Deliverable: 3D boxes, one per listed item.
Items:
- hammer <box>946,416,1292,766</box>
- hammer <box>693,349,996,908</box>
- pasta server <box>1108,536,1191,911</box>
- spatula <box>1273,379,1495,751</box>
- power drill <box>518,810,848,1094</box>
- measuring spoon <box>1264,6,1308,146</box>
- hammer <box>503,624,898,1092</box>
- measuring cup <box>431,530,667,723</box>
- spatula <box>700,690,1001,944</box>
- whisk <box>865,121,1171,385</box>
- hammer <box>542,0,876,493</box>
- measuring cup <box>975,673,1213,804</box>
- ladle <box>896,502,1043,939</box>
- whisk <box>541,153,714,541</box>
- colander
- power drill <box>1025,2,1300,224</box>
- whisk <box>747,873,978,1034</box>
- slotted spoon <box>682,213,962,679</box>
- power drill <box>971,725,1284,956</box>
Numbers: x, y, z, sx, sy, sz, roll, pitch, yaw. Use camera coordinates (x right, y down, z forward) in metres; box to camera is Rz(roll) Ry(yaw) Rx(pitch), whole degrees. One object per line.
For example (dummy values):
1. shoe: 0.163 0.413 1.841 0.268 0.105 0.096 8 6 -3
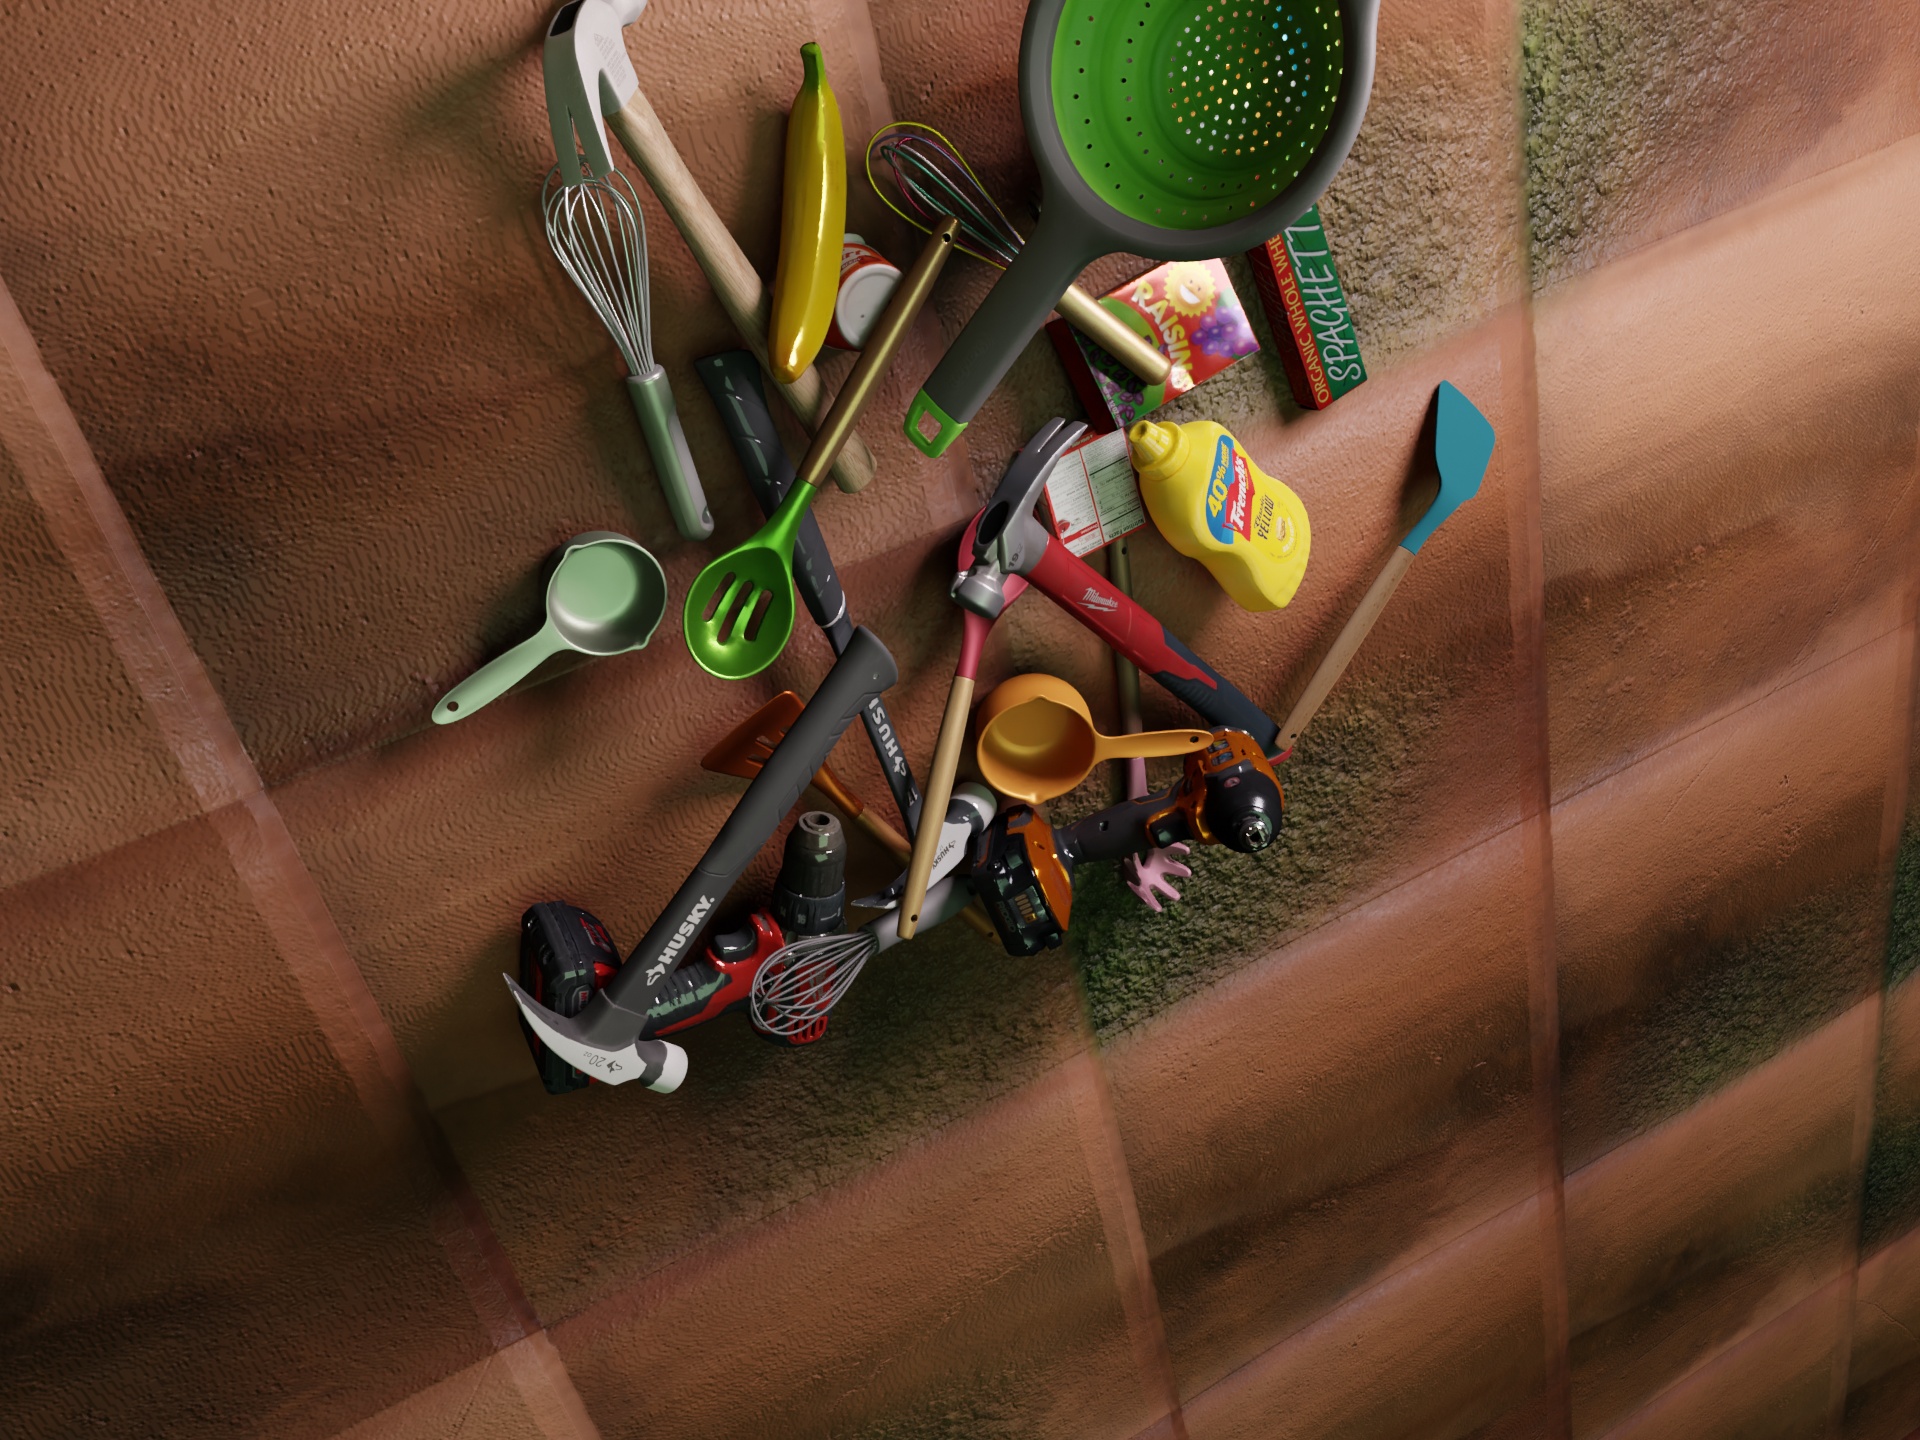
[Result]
1. hammer: 0.147 -0.067 1.168 0.385 0.038 0.143 33 85 -43
2. hammer: -0.084 -0.055 1.061 0.149 0.036 0.408 -49 127 -43
3. pasta server: 0.138 0.004 1.228 0.060 0.040 0.316 -27 122 -34
4. spatula: 0.333 -0.114 1.260 0.082 0.044 0.317 31 93 -35
5. power drill: -0.181 0.157 1.099 0.226 0.080 0.187 -6 123 -28
6. measuring spoon: 0.226 -0.432 1.092 0.042 0.021 0.128 -27 131 -16
7. hammer: -0.150 0.082 1.008 0.146 0.035 0.335 33 93 -43
8. measuring cup: -0.262 -0.055 0.994 0.167 0.038 0.083 -37 124 -6
9. spatula: -0.060 0.085 1.159 0.081 0.041 0.322 -39 126 8
10. whisk: 0.043 -0.293 1.012 0.244 0.051 0.047 33 79 -21
11. hammer: -0.137 -0.262 0.935 0.031 0.130 0.331 -10 135 26
12. measuring cup: 0.096 0.007 1.168 0.173 0.052 0.095 -3 123 -4
13. ladle: -0.002 -0.004 1.102 0.069 0.031 0.315 18 82 -34
14. whisk: -0.191 -0.216 0.954 0.059 0.058 0.246 -5 125 13
15. colander: 0.097 -0.314 0.941 0.397 0.204 0.094 -49 170 32
16. power drill: 0.095 -0.428 0.974 0.185 0.084 0.226 -29 120 -4
17. whisk: -0.062 0.156 1.113 0.239 0.055 0.055 -24 125 -48
18. slotted spoon: -0.080 -0.168 0.974 0.070 0.031 0.314 28 95 -23
19. power drill: 0.124 0.087 1.150 0.226 0.164 0.084 -23 105 7
